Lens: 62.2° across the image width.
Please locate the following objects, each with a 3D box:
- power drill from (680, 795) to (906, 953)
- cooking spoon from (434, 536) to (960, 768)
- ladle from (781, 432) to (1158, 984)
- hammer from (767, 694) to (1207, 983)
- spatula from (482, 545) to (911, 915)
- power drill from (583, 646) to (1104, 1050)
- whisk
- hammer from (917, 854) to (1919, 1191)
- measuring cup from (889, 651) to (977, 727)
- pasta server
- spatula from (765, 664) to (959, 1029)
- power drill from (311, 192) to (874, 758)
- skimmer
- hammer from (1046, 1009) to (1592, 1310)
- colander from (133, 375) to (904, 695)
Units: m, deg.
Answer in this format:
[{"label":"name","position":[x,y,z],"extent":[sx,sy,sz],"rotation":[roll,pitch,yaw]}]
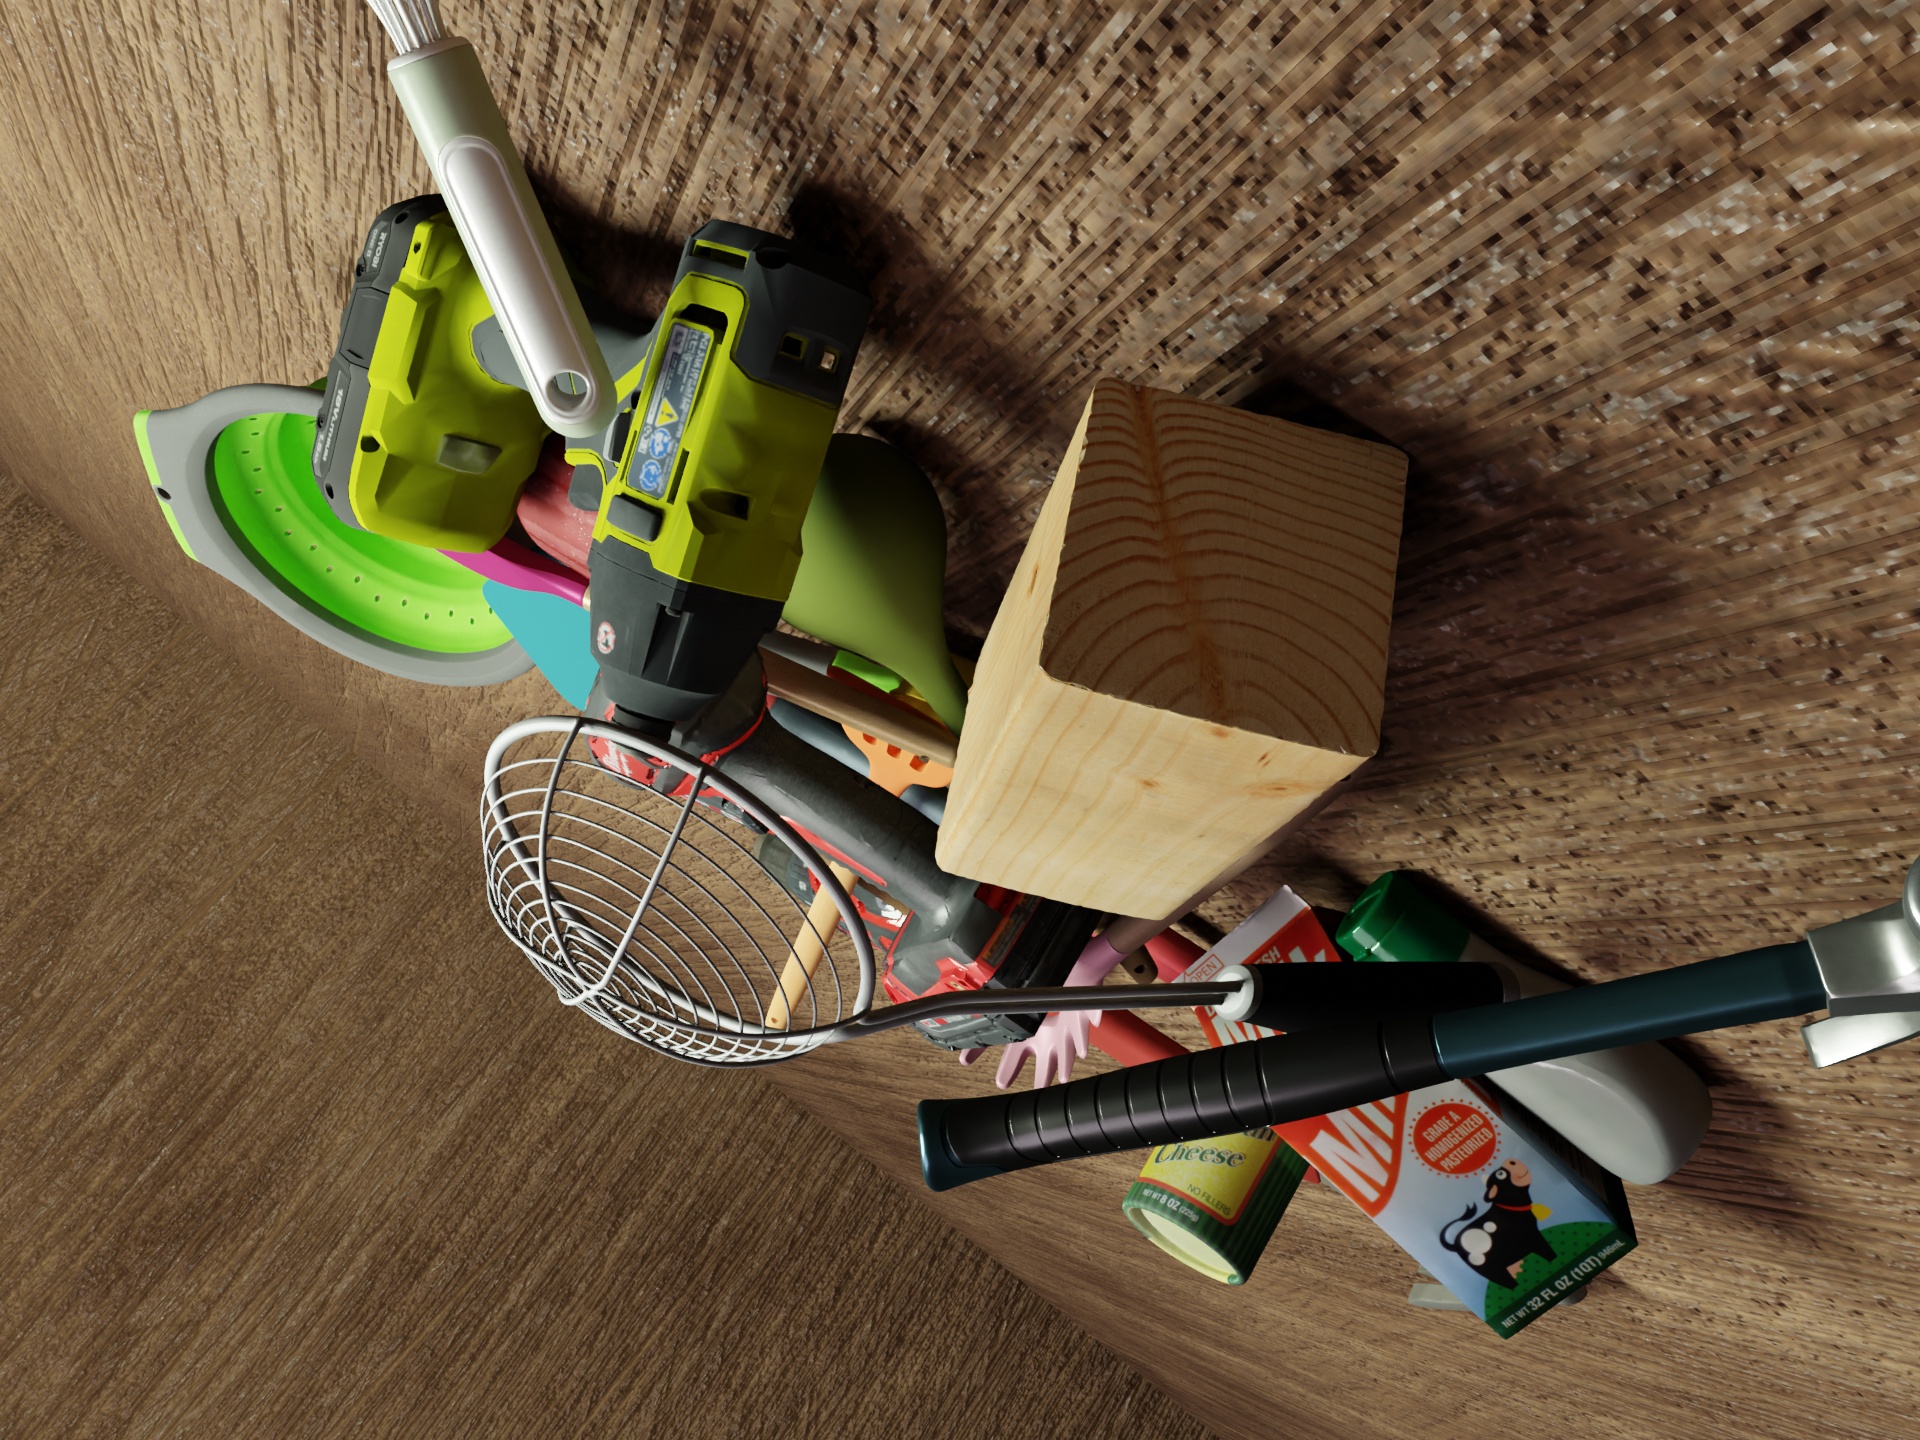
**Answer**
[{"label":"power drill","position":[-0.103,0.064,0.992],"extent":[0.188,0.080,0.226],"rotation":[20,157,41]},{"label":"cooking spoon","position":[-0.143,-0.047,0.713],"extent":[0.319,0.017,0.068],"rotation":[24,165,9]},{"label":"ladle","position":[0.013,0.012,0.667],"extent":[0.319,0.078,0.062],"rotation":[54,-173,-38]},{"label":"hammer","position":[0.059,0.083,0.797],"extent":[0.386,0.038,0.143],"rotation":[32,158,10]},{"label":"spatula","position":[-0.108,0.025,0.824],"extent":[0.082,0.044,0.317],"rotation":[-22,131,39]},{"label":"power drill","position":[-0.058,0.043,0.656],"extent":[0.219,0.078,0.143],"rotation":[36,157,-8]},{"label":"whisk","position":[-0.152,-0.194,0.443],"extent":[0.059,0.058,0.246],"rotation":[-107,-2,-65]},{"label":"hammer","position":[0.129,0.099,0.472],"extent":[0.331,0.033,0.128],"rotation":[-18,154,24]},{"label":"measuring cup","position":[-0.001,-0.002,0.756],"extent":[0.062,0.029,0.156],"rotation":[29,172,1]},{"label":"pasta server","position":[0.078,0.087,0.666],"extent":[0.060,0.040,0.316],"rotation":[33,143,-5]},{"label":"spatula","position":[-0.064,0.083,0.823],"extent":[0.081,0.041,0.322],"rotation":[30,135,4]},{"label":"power drill","position":[-0.139,-0.098,0.567],"extent":[0.223,0.171,0.080],"rotation":[26,-169,39]},{"label":"skimmer","position":[0.034,0.059,0.508],"extent":[0.363,0.090,0.127],"rotation":[5,153,-28]},{"label":"hammer","position":[0.165,0.227,0.888],"extent":[0.359,0.037,0.149],"rotation":[33,154,-7]},{"label":"colander","position":[-0.209,-0.094,0.818],"extent":[0.397,0.095,0.204],"rotation":[17,143,4]}]
